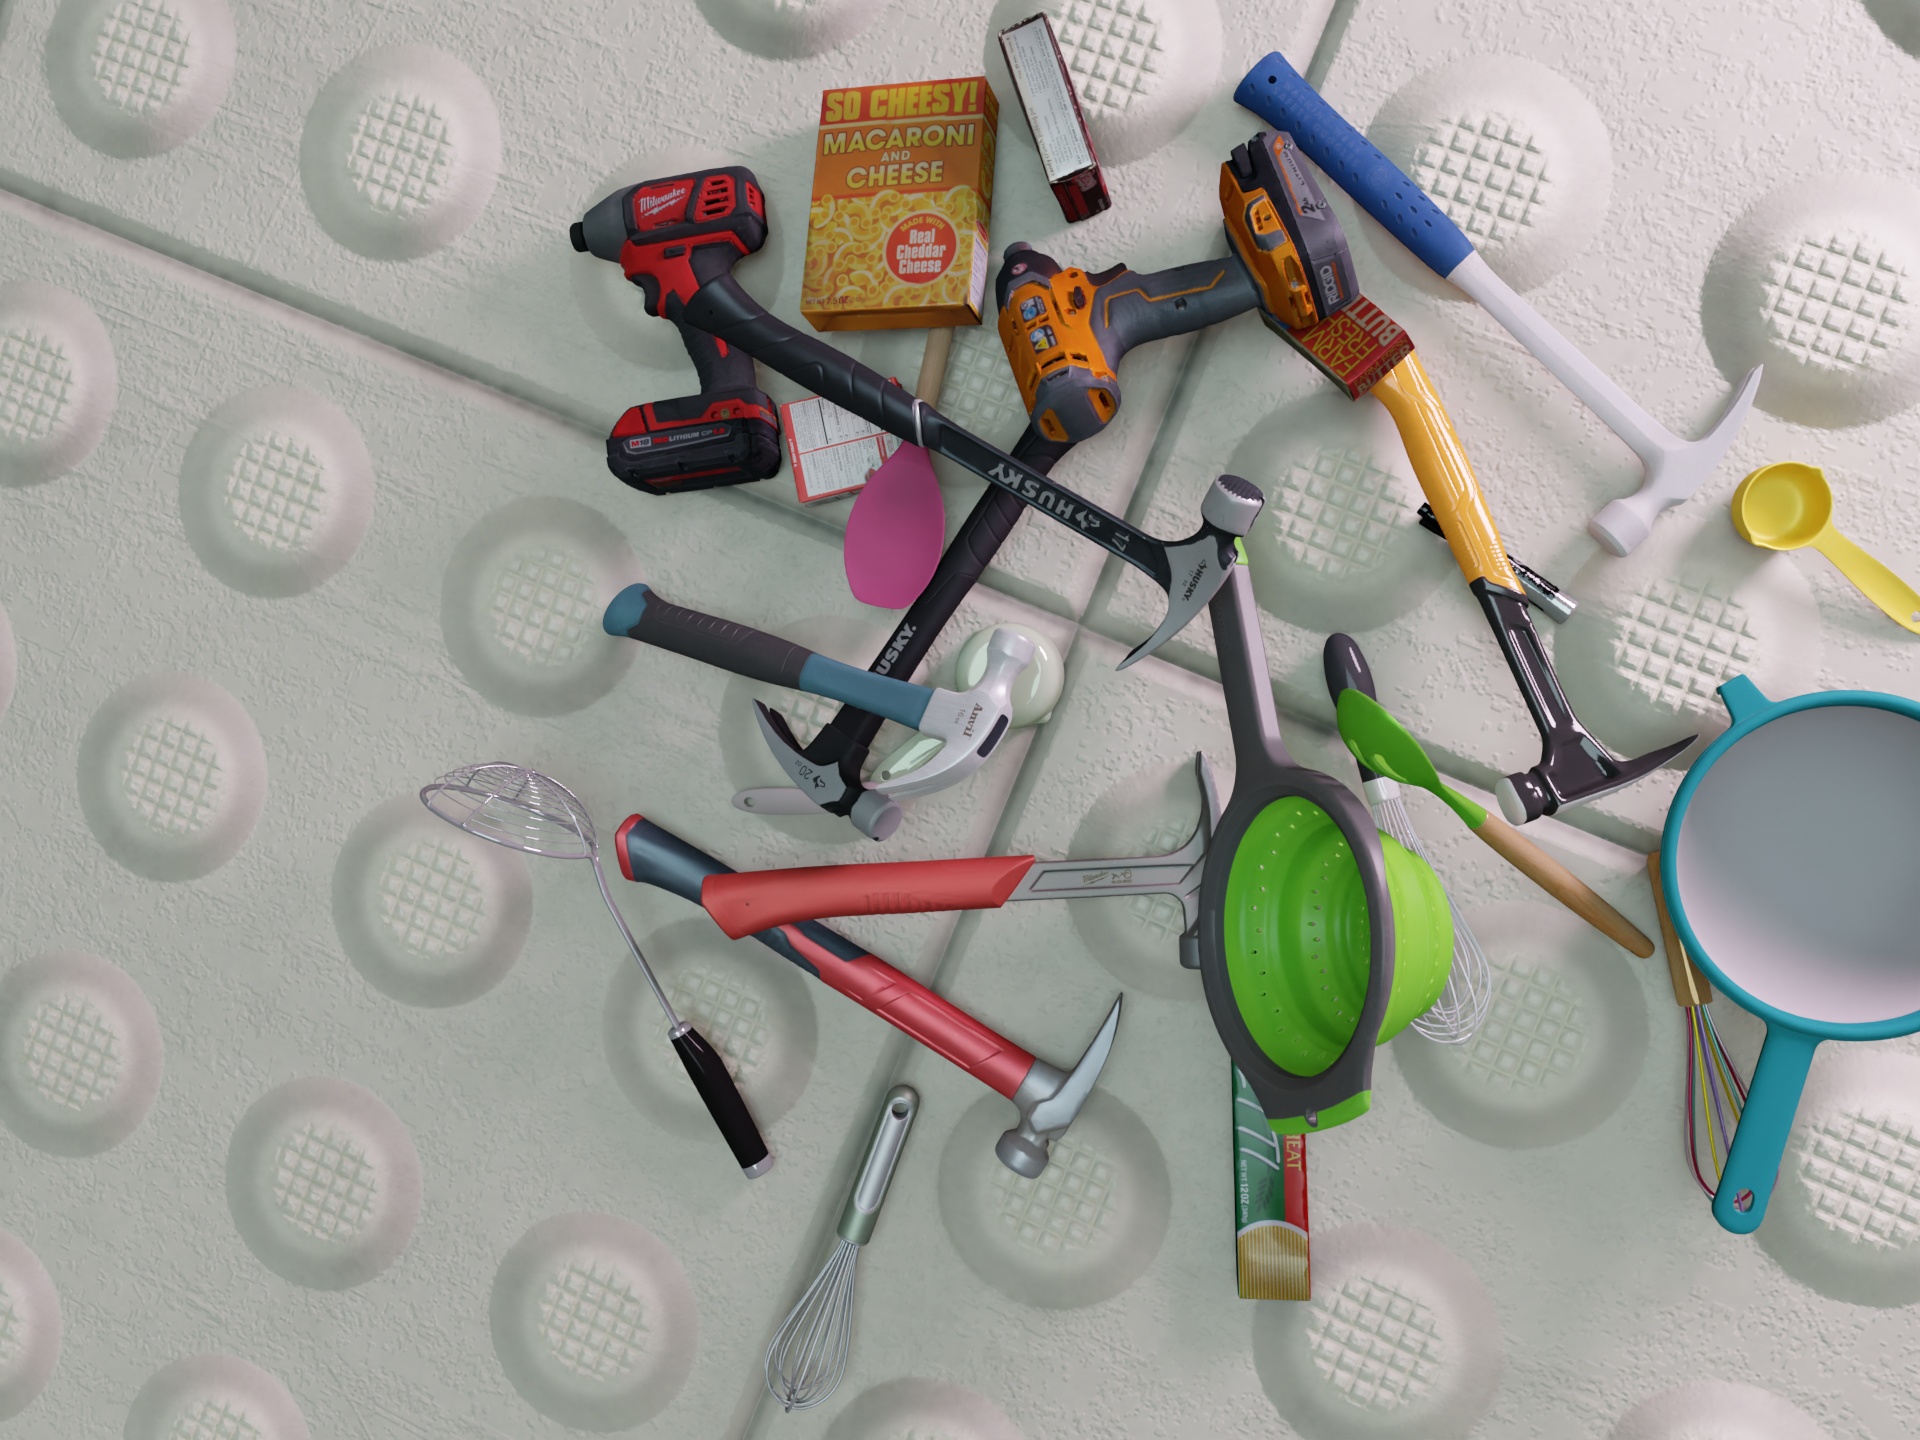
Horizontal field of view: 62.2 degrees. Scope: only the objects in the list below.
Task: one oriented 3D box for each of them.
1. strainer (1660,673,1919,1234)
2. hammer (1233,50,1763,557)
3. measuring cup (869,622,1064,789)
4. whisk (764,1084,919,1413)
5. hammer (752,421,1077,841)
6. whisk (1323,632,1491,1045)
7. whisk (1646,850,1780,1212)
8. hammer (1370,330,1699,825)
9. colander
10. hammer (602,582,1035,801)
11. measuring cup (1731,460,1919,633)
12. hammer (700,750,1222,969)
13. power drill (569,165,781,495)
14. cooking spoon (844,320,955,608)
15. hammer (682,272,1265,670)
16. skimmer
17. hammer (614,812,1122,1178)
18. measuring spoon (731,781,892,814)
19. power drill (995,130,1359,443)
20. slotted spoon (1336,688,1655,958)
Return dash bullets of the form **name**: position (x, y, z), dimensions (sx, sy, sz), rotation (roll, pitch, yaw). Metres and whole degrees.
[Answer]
- **strainer**: position (0.524, 0.148, 0.998), dimensions (0.211, 0.095, 0.340), rotation (16, 94, 11)
- **hammer**: position (0.345, -0.300, 1.057), dimensions (0.144, 0.035, 0.405), rotation (-45, 83, 8)
- **measuring cup**: position (-0.002, -0.004, 1.121), dimensions (0.167, 0.038, 0.083), rotation (-39, 84, 7)
- **whisk**: position (-0.080, 0.377, 1.136), dimensions (0.058, 0.059, 0.246), rotation (20, 89, -2)
- **hammer**: position (-0.017, -0.089, 1.110), dimensions (0.146, 0.035, 0.335), rotation (33, 90, 34)
- **whisk**: position (0.291, 0.078, 1.064), dimensions (0.070, 0.070, 0.285), rotation (-16, 82, 10)
- **whisk**: position (0.485, 0.206, 1.037), dimensions (0.047, 0.051, 0.245), rotation (-9, 84, -14)
- **hammer**: position (0.348, -0.107, 1.034), dimensions (0.127, 0.034, 0.337), rotation (-20, 77, -6)
- **colander**: position (0.228, 0.056, 1.016), dimensions (0.094, 0.204, 0.397), rotation (2, 68, -21)
- **hammer**: position (-0.114, -0.038, 1.096), dimensions (0.331, 0.033, 0.128), rotation (18, 80, 28)
- **measuring cup**: position (0.565, -0.107, 1.029), dimensions (0.156, 0.029, 0.062), rotation (39, 97, -4)
- **hammer**: position (0.002, 0.103, 1.095), dimensions (0.359, 0.036, 0.149), rotation (-3, 87, 2)
- **power drill**: position (-0.204, -0.280, 1.140), dimensions (0.143, 0.078, 0.220), rotation (-6, 86, 9)
- **cooking spoon**: position (-0.022, -0.233, 1.112), dimensions (0.069, 0.017, 0.319), rotation (12, 84, 7)
- **hammer**: position (-0.010, -0.181, 1.045), dimensions (0.409, 0.036, 0.149), rotation (31, 123, 11)
- **skimmer**: position (-0.257, 0.184, 1.146), dimensions (0.090, 0.127, 0.363), rotation (-28, 95, 1)
- **hammer**: position (-0.075, 0.163, 1.137), dimensions (0.386, 0.038, 0.143), rotation (31, 94, 9)
- **measuring spoon**: position (-0.109, 0.062, 1.149), dimensions (0.124, 0.018, 0.034), rotation (1, 112, 12)
- **power drill**: position (0.131, -0.297, 1.063), dimensions (0.226, 0.084, 0.164), rotation (-24, 58, 12)
- **slotted spoon**: position (0.337, 0.074, 0.987), dimensions (0.313, 0.070, 0.031), rotation (34, 89, -25)
